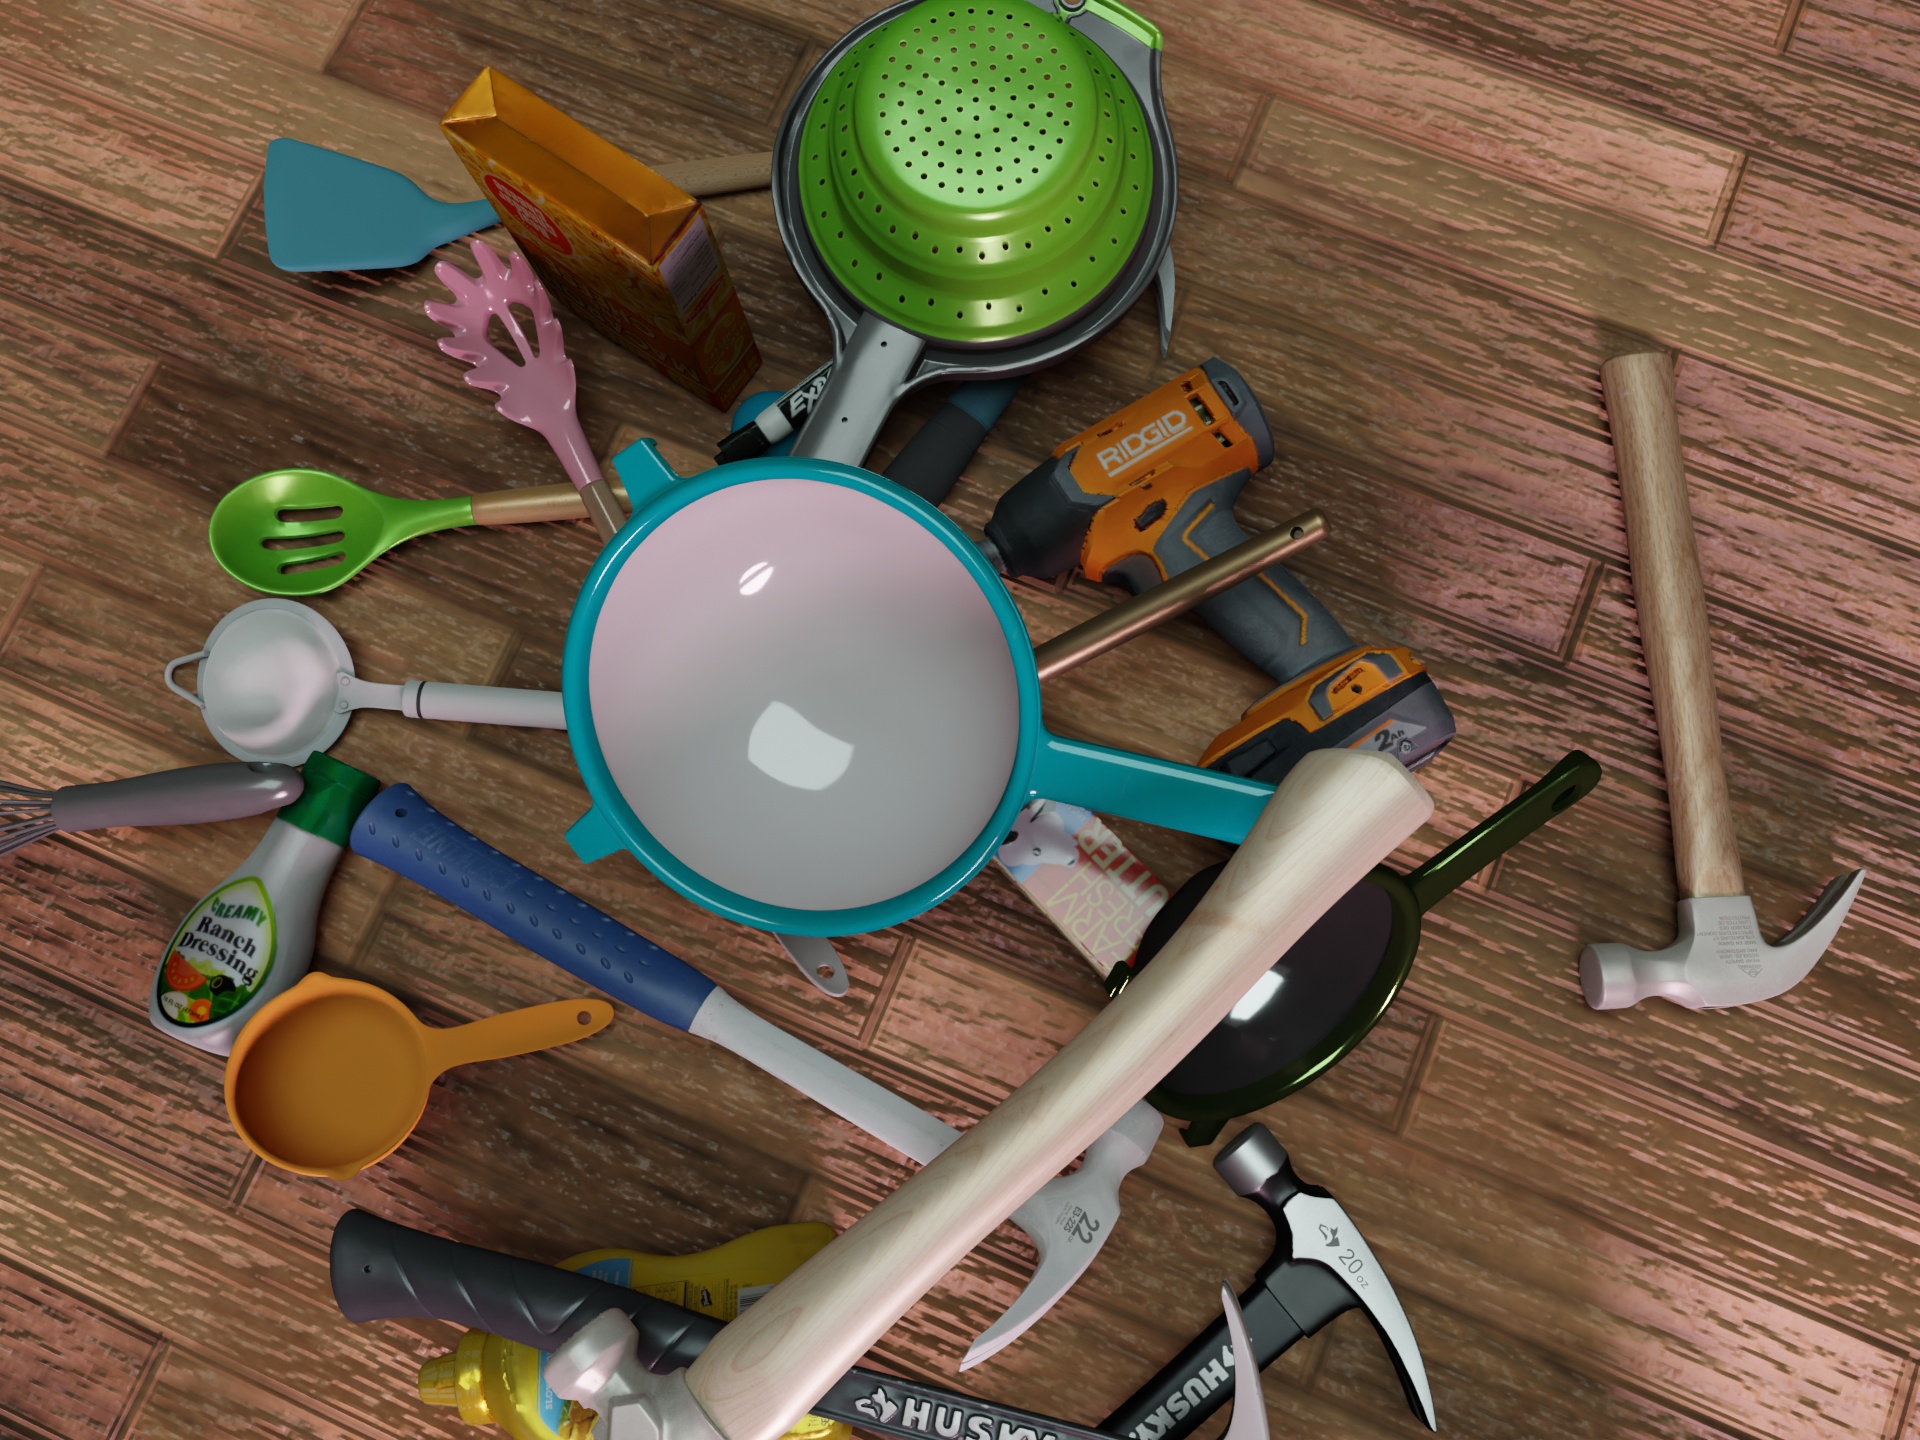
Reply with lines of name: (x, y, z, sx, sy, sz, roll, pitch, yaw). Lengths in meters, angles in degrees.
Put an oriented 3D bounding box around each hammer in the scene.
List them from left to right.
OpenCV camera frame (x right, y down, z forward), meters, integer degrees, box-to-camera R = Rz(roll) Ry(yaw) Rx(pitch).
hammer: (-0.114, 0.144, 0.743, 0.405, 0.035, 0.144, 28, 55, 11)
hammer: (-0.075, 0.263, 0.652, 0.409, 0.036, 0.149, 10, 80, 12)
hammer: (-0.006, -0.147, 0.823, 0.128, 0.033, 0.331, 35, 81, 10)
hammer: (0.033, 0.169, 0.619, 0.410, 0.038, 0.146, -43, 75, -2)
hammer: (0.059, 0.344, 0.710, 0.335, 0.035, 0.146, -39, 78, -7)
hammer: (0.358, -0.026, 0.785, 0.130, 0.031, 0.331, -2, 77, 2)

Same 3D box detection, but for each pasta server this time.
pasta server: (-0.174, -0.094, 0.793, 0.060, 0.040, 0.316, -29, 84, 6)

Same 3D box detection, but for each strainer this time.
strainer: (-0.282, -0.013, 0.799, 0.258, 0.050, 0.087, 5, 93, -1)
strainer: (-0.001, -0.002, 0.709, 0.340, 0.095, 0.211, 13, 107, 6)
strainer: (0.172, 0.077, 0.730, 0.256, 0.151, 0.069, -34, 44, -6)

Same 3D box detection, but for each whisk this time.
whisk: (-0.431, 0.043, 0.773, 0.239, 0.055, 0.055, -6, 77, 7)

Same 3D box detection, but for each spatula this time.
spatula: (-0.207, -0.288, 0.855, 0.317, 0.044, 0.082, -8, 72, -1)

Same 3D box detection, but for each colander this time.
colander: (-0.030, -0.202, 0.753, 0.204, 0.094, 0.397, 27, 86, 3)

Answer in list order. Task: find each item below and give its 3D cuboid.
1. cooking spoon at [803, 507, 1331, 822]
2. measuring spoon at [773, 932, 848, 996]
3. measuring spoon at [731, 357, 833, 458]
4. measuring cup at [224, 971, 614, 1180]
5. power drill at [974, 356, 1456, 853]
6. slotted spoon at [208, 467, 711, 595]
cooking spoon: (0.026, -0.020, 0.750, 0.319, 0.017, 0.069, -27, 80, 18)
measuring spoon: (-0.092, 0.088, 0.766, 0.034, 0.018, 0.124, -25, 60, -31)
measuring spoon: (-0.068, -0.183, 0.837, 0.128, 0.021, 0.042, -40, 79, -5)
measuring cup: (-0.254, 0.162, 0.758, 0.173, 0.052, 0.095, -10, 74, -22)
power drill: (0.114, -0.049, 0.775, 0.164, 0.084, 0.227, -30, 75, -2)
slotted spoon: (-0.226, -0.110, 0.825, 0.313, 0.031, 0.070, -6, 77, -2)
